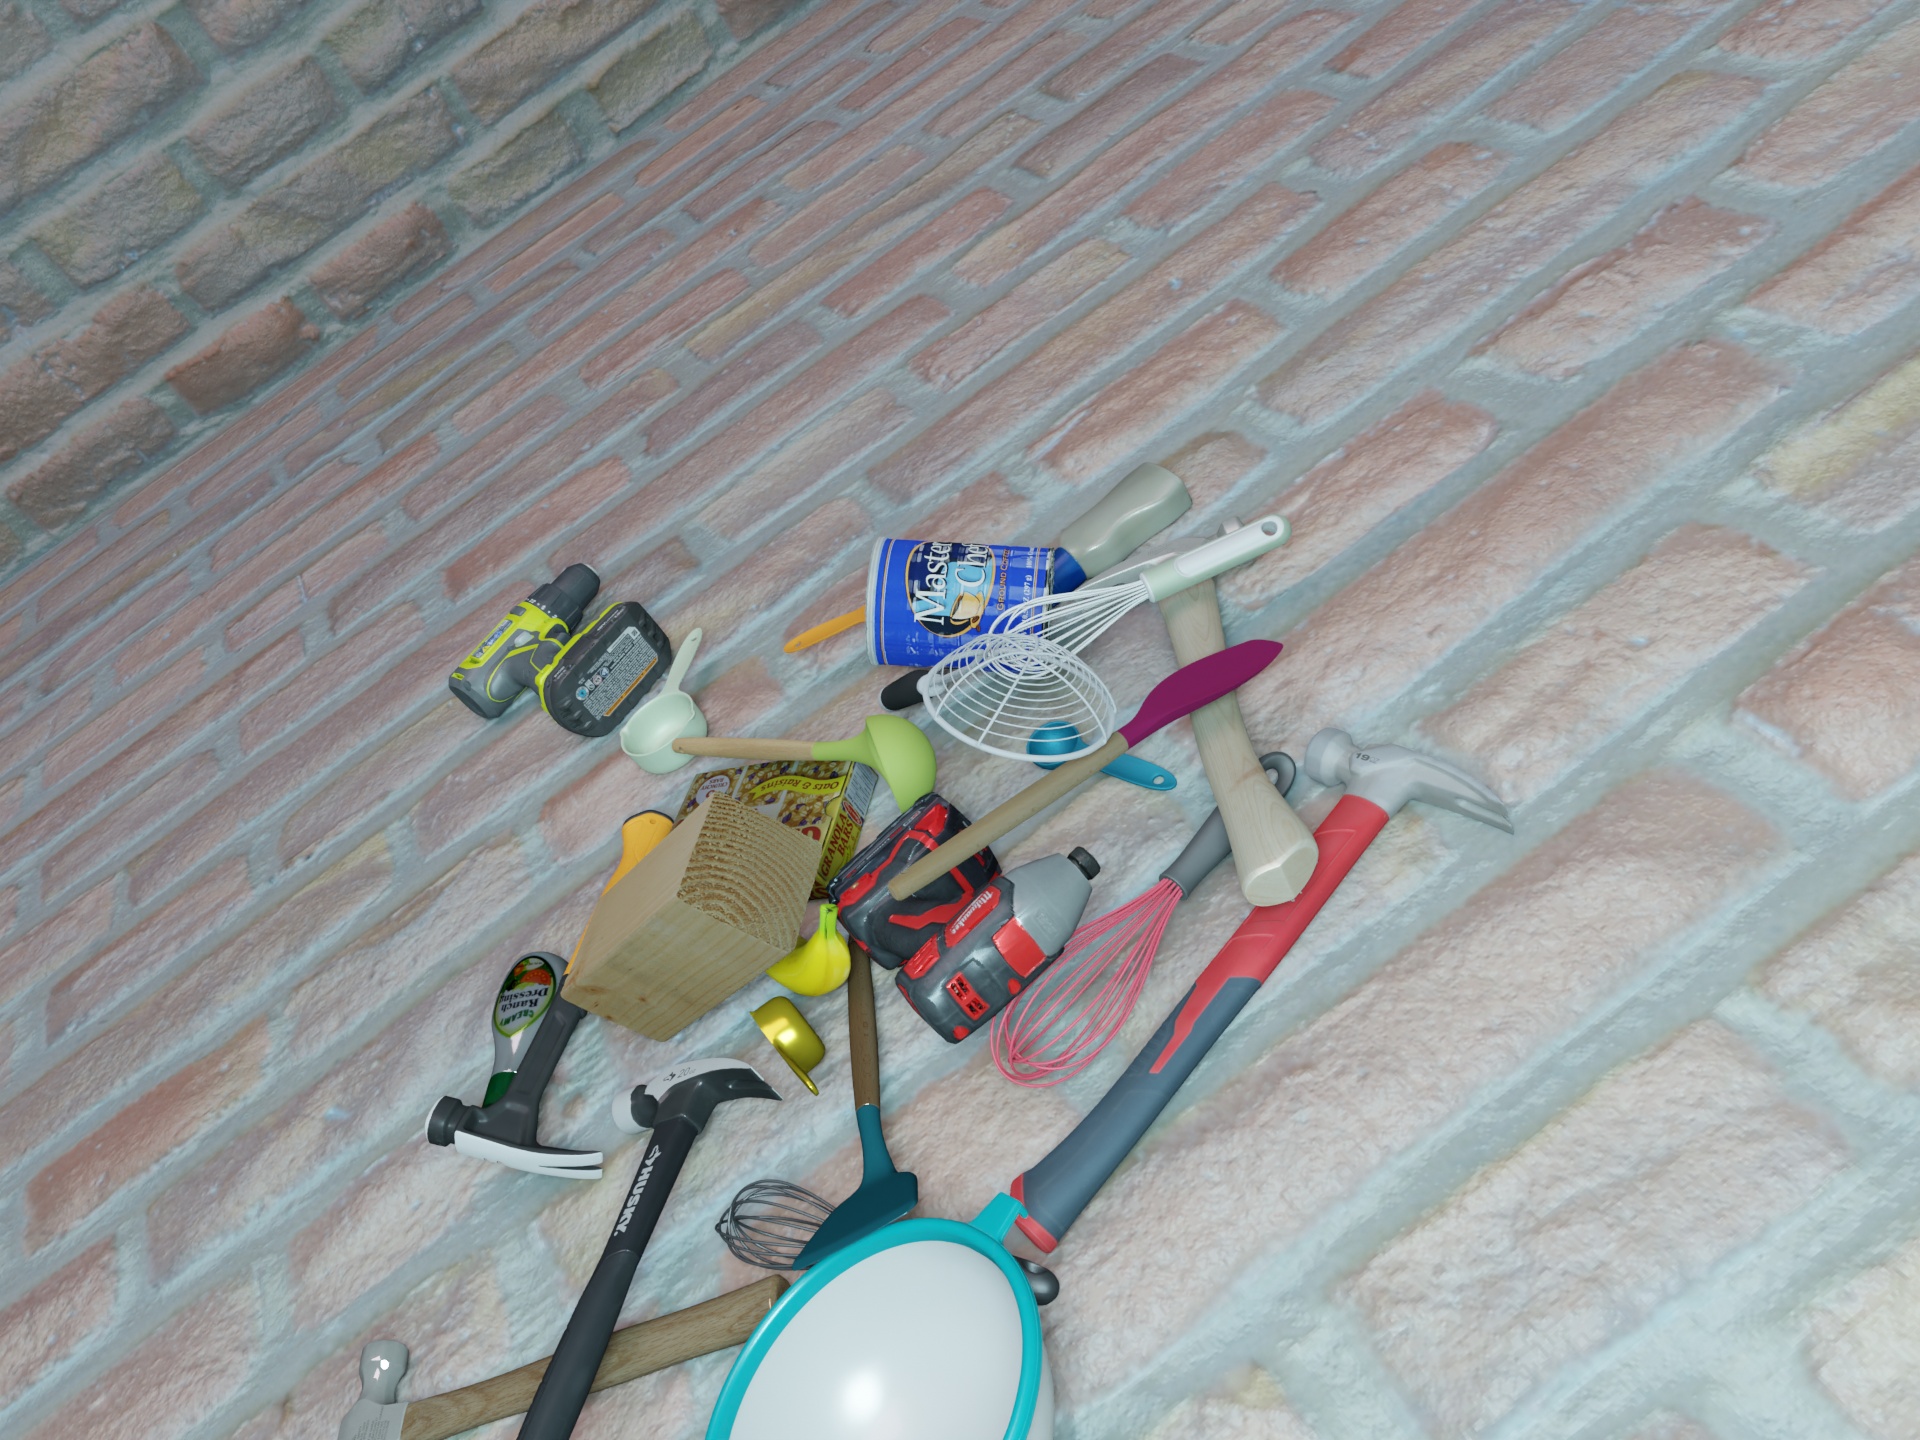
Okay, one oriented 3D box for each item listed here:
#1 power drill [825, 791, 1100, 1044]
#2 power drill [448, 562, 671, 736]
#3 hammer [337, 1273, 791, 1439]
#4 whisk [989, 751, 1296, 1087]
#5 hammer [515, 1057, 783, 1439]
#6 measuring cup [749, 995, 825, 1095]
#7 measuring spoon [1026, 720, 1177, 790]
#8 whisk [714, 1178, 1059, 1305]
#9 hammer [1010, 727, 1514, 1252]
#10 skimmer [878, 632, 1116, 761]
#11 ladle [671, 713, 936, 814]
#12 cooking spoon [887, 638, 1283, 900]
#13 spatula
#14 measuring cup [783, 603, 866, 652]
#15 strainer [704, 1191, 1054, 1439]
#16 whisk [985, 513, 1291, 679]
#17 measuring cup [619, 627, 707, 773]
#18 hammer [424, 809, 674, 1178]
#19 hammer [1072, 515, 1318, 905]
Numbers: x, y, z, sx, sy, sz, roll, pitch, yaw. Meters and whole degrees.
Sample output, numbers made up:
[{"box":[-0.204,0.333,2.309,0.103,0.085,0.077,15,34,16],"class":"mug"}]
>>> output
[{"box":[0.002,0.120,1.040,0.143,0.078,0.220,-42,18,-10],"class":"power drill"},{"box":[-0.391,-0.075,1.587,0.229,0.080,0.190,14,59,47],"class":"power drill"},{"box":[-0.254,0.417,1.004,0.331,0.031,0.130,-23,39,14],"class":"hammer"},{"box":[0.125,0.120,1.026,0.296,0.073,0.073,-44,39,-22],"class":"whisk"},{"box":[-0.213,0.348,0.986,0.146,0.035,0.335,-24,28,30],"class":"hammer"},{"box":[-0.103,0.217,1.050,0.029,0.062,0.156,-38,11,-12],"class":"measuring cup"},{"box":[0.106,0.034,1.170,0.129,0.021,0.042,19,62,35],"class":"measuring spoon"},{"box":[-0.048,0.318,0.954,0.239,0.055,0.055,2,50,30],"class":"whisk"},{"box":[0.173,0.166,0.960,0.143,0.038,0.386,24,65,45],"class":"hammer"},{"box":[-0.002,-0.004,1.161,0.127,0.090,0.363,-3,-4,-18],"class":"skimmer"},{"box":[-0.137,0.029,1.249,0.320,0.078,0.062,1,29,44],"class":"ladle"},{"box":[0.085,0.027,1.033,0.319,0.017,0.069,-32,22,-20],"class":"cooking spoon"},{"box":[-0.065,0.227,1.024,0.082,0.044,0.318,-31,28,11],"class":"spatula"},{"box":[-0.068,-0.077,1.378,0.173,0.052,0.095,-21,40,19],"class":"measuring cup"},{"box":[-0.079,0.406,0.849,0.340,0.095,0.211,-30,30,19],"class":"strainer"},{"box":[0.131,-0.096,1.177,0.246,0.059,0.058,-24,70,1],"class":"whisk"},{"box":[-0.256,-0.018,1.463,0.083,0.038,0.168,-13,41,25],"class":"measuring cup"},{"box":[-0.282,0.197,1.231,0.127,0.034,0.337,13,43,3],"class":"hammer"},{"box":[0.167,-0.012,1.109,0.146,0.038,0.411,-23,32,13],"class":"hammer"}]
